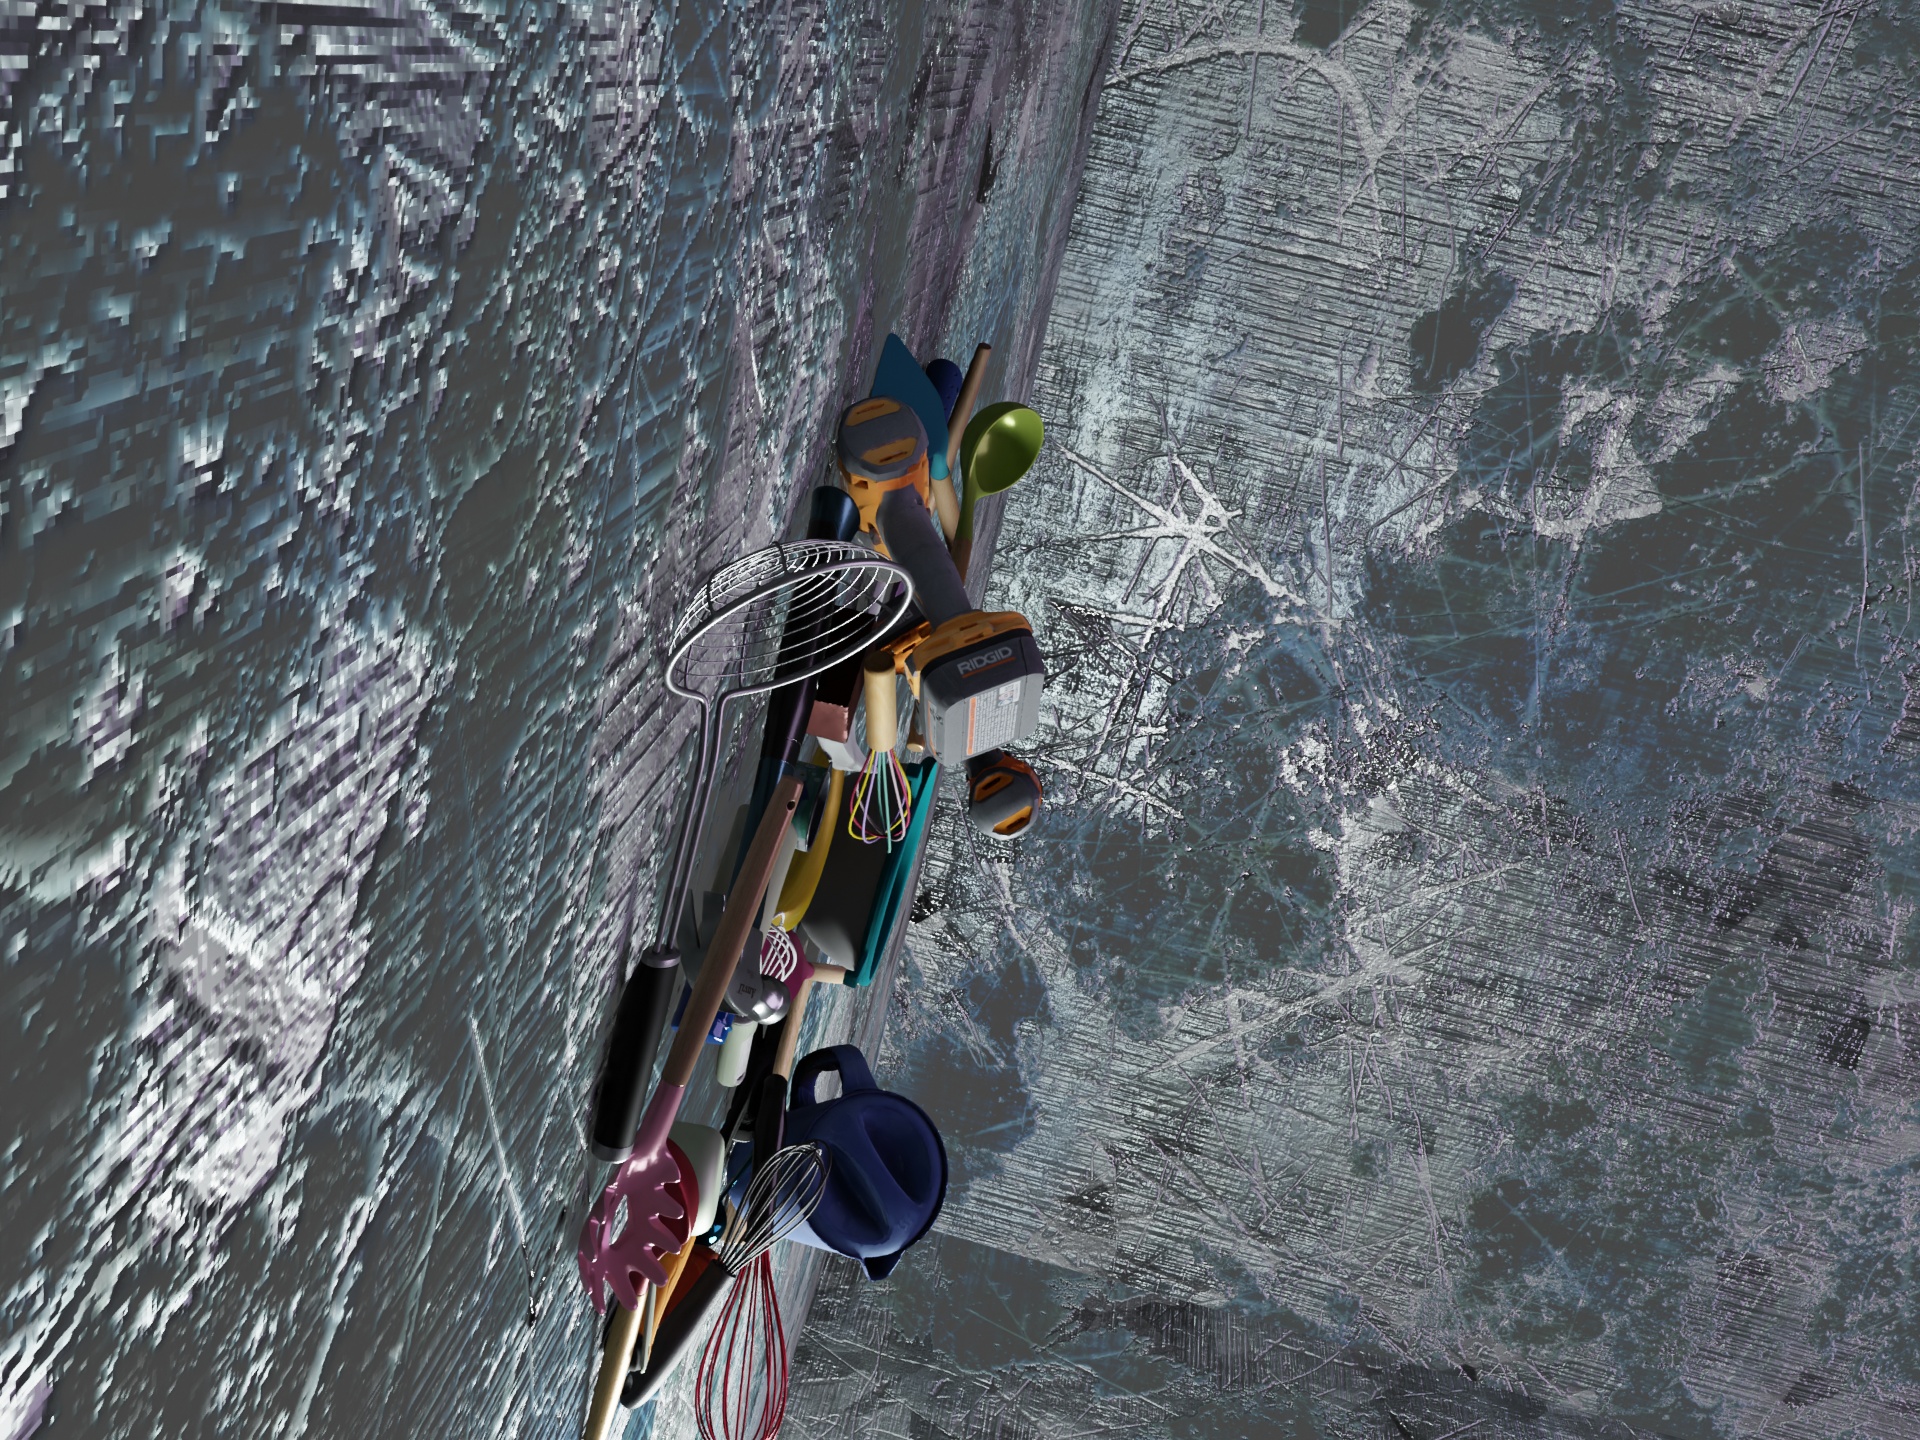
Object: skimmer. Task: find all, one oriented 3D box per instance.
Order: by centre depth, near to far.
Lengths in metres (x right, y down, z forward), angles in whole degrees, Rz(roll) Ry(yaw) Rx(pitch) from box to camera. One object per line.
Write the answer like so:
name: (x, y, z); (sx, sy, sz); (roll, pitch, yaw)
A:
skimmer: (-0.119, 0.077, 0.797); (0.127, 0.090, 0.363); (-3, 114, -52)

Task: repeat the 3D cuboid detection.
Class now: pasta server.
pasta server: (-0.146, 0.180, 0.885); (0.060, 0.040, 0.316); (15, 99, -47)

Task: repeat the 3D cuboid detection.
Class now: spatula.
spatula: (-0.024, -0.192, 1.284); (0.317, 0.044, 0.082); (73, 27, -70)
spatula: (-0.026, -0.212, 1.490); (0.060, 0.018, 0.315); (-75, -174, -53)

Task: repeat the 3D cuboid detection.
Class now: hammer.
hammer: (-0.110, 0.014, 0.979); (0.128, 0.033, 0.331); (47, 51, -65)
hammer: (-0.196, 0.352, 1.203); (0.337, 0.034, 0.127); (-68, 173, -67)
hammer: (-0.055, -0.140, 1.301); (0.143, 0.035, 0.406); (79, 21, -53)
hammer: (-0.177, 0.339, 1.528); (0.130, 0.031, 0.331); (61, 44, -86)

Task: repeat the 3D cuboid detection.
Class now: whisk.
whisk: (-0.060, 0.028, 1.149); (0.244, 0.047, 0.051); (93, -2, -58)
whisk: (-0.156, 0.206, 1.151); (0.058, 0.059, 0.246); (-58, 171, -38)
whisk: (-0.176, 0.413, 1.188); (0.239, 0.055, 0.055); (-53, 174, -7)
whisk: (-0.159, 0.425, 1.235); (0.073, 0.073, 0.296); (91, 4, -77)

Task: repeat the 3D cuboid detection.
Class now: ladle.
ladle: (-0.210, 0.377, 1.006); (0.031, 0.069, 0.315); (-10, 129, -42)
ladle: (0.009, -0.114, 1.212); (0.078, 0.062, 0.320); (69, 28, -55)

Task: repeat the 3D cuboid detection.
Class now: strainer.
strainer: (-0.093, 0.123, 1.476); (0.340, 0.095, 0.211); (55, 52, -88)

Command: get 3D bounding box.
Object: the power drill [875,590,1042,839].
power drill: (-0.002, -0.004, 1.408); (0.084, 0.226, 0.164); (-31, 180, 5)

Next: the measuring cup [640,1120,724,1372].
measuring cup: (-0.187, 0.354, 1.075); (0.083, 0.038, 0.168); (101, -6, -53)

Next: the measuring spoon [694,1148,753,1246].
measuring spoon: (-0.183, 0.390, 1.333); (0.128, 0.021, 0.042); (-54, -177, -4)

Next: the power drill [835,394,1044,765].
power drill: (-0.023, -0.085, 1.093); (0.185, 0.084, 0.226); (93, -25, -66)

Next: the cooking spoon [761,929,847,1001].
cooking spoon: (-0.132, 0.228, 1.440); (0.318, 0.017, 0.069); (41, 51, -73)
